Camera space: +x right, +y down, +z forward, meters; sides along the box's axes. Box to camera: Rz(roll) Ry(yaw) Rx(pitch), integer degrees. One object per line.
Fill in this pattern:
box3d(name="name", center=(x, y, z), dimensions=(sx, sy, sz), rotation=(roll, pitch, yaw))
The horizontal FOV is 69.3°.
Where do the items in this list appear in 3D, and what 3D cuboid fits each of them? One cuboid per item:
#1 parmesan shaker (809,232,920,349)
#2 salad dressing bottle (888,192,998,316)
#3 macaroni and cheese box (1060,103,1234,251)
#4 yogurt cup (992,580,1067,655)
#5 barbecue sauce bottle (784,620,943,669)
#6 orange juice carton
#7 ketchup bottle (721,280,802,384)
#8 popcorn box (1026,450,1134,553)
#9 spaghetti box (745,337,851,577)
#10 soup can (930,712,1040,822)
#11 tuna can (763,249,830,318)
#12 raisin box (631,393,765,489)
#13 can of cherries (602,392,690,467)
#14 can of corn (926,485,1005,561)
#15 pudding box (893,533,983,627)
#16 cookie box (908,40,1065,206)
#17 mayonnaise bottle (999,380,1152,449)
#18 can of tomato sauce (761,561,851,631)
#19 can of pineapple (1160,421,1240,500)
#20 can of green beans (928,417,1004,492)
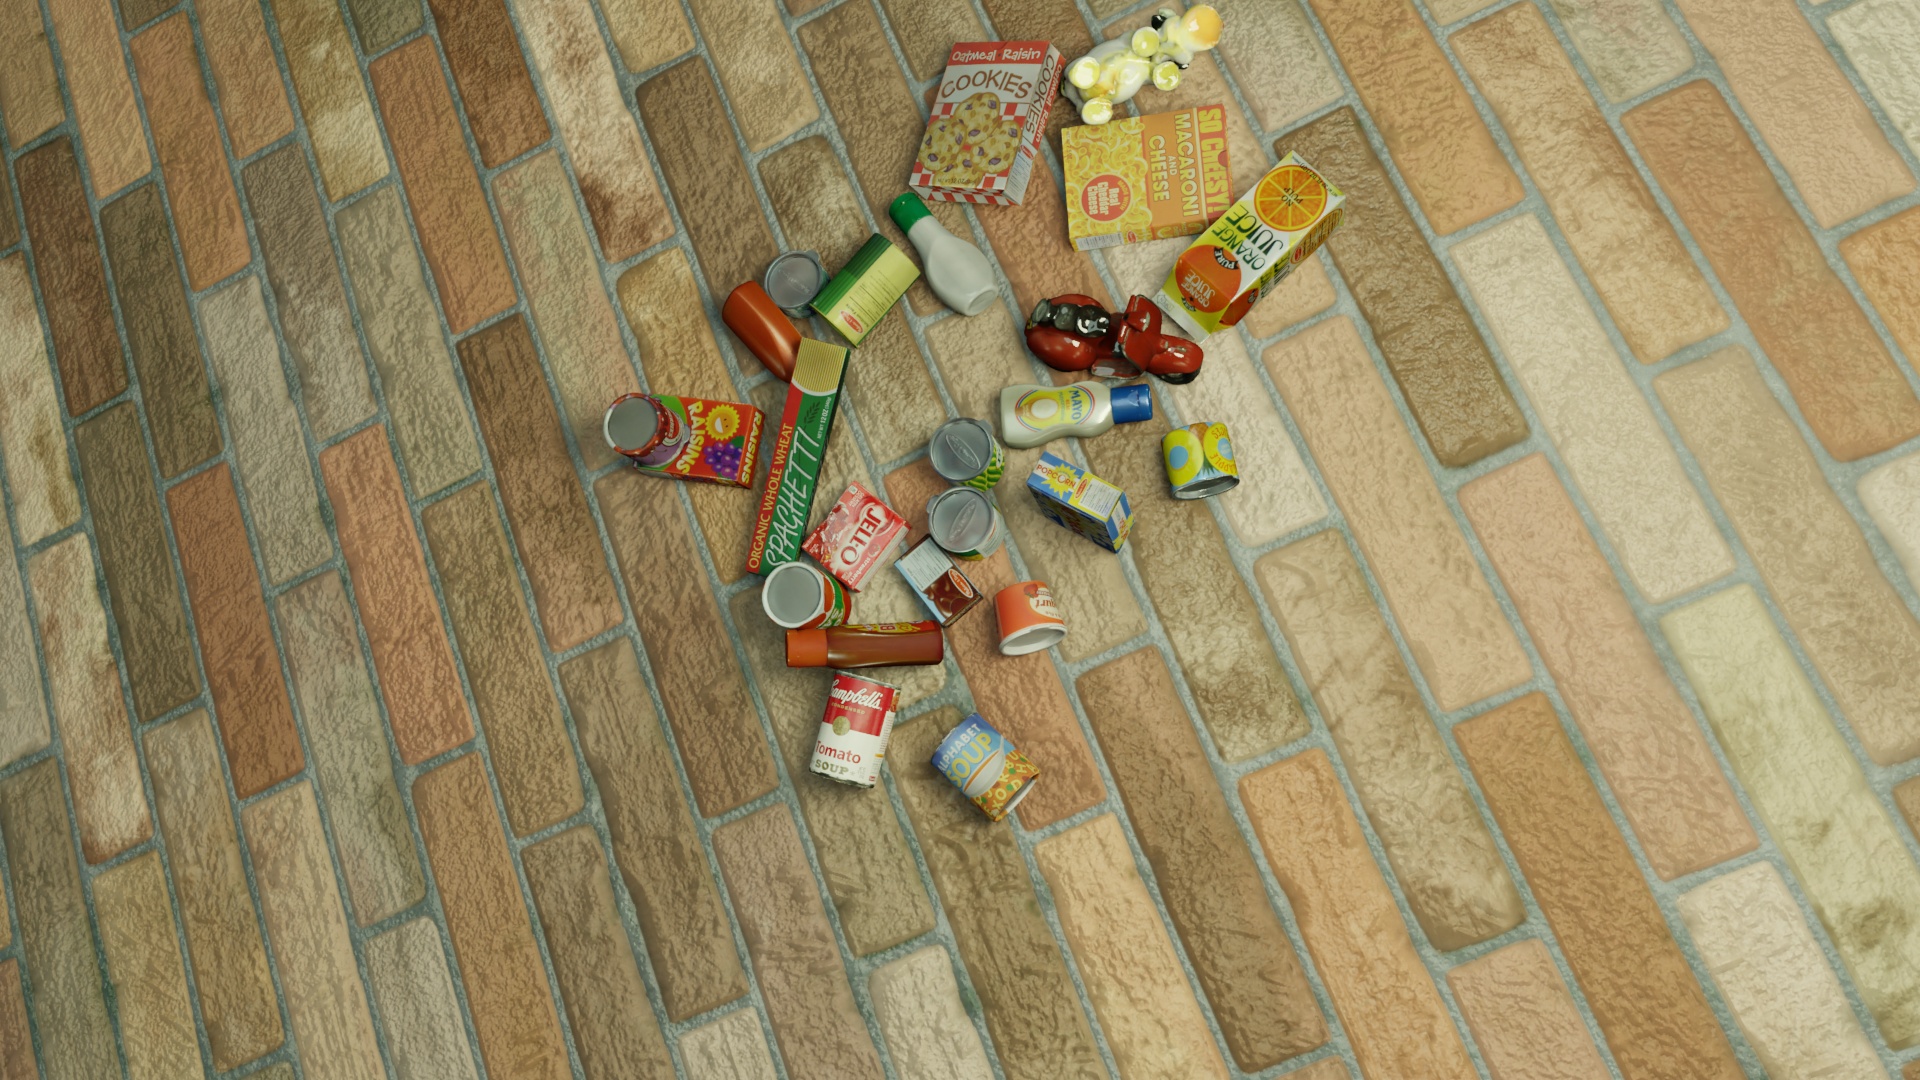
box3d(name="parmesan shaker", center=(-0.097, -0.259, 1.446), dimensions=(0.071, 0.071, 0.103), rotation=(42, 89, 17))
box3d(name="salad dressing bottle", center=(-0.020, -0.300, 1.445), dimensions=(0.064, 0.044, 0.148), rotation=(-34, 71, -10))
box3d(name="macaroni and cheese box", center=(0.191, -0.368, 1.412), dimensions=(0.166, 0.040, 0.124), rotation=(-6, 78, 12))
box3d(name="yogurt cup", center=(0.064, 0.074, 1.337), dimensions=(0.072, 0.072, 0.054), rotation=(-20, 67, 9))
box3d(name="barbecue sauce bottle", center=(-0.094, 0.102, 1.341), dimensions=(0.149, 0.065, 0.043), rotation=(-2, 93, -12))
box3d(name="orange juice carton", center=(0.280, -0.279, 1.355), dimensions=(0.192, 0.073, 0.072), rotation=(-43, 73, 2))
box3d(name="ketchup bottle", center=(-0.188, -0.201, 1.457), dimensions=(0.044, 0.064, 0.149), rotation=(-36, 79, -33))
box3d(name="popcorn box", center=(0.115, -0.035, 1.315), dimensions=(0.085, 0.126, 0.038), rotation=(27, 83, 17))
box3d(name="spaghetti box", center=(-0.166, -0.081, 1.416), dimensions=(0.050, 0.029, 0.249), rotation=(14, 92, 4))
box3d(name="soup can", center=(0.023, 0.214, 1.312), dimensions=(0.084, 0.071, 0.071), rotation=(41, 90, 17))
box3d(name="tuna can", center=(-0.172, -0.275, 1.481), dimensions=(0.071, 0.033, 0.071), rotation=(-3, 78, 13))
box3d(name="raisin box", center=(-0.276, -0.105, 1.467), dimensions=(0.123, 0.040, 0.086), rotation=(7, 79, 16))
box3d(name="can of cherries", center=(-0.323, -0.114, 1.428), dimensions=(0.071, 0.058, 0.071), rotation=(-3, 78, 14))
box3d(name="can of corn", center=(0.005, -0.017, 1.372), dimensions=(0.071, 0.058, 0.071), rotation=(-3, 78, 13))
box3d(name="pudding box", center=(-0.022, 0.040, 1.381), dimensions=(0.049, 0.030, 0.084), rotation=(-41, 73, 1))
box3d(name="cookie box", center=(0.027, -0.437, 1.447), dimensions=(0.123, 0.040, 0.167), rotation=(12, 81, 34))
box3d(name="mayonnaise bottle", center=(0.115, -0.129, 1.379), dimensions=(0.148, 0.041, 0.065), rotation=(-6, 76, 13))
box3d(name="can of tomato sauce", center=(-0.151, 0.062, 1.379), dimensions=(0.071, 0.083, 0.071), rotation=(-3, 78, 13))
box3d(name="can of pineapple", center=(0.230, -0.076, 1.327), dimensions=(0.071, 0.071, 0.058), rotation=(-13, 76, 10))
box3d(name="can of green beans", center=(0.007, -0.084, 1.386), dimensions=(0.071, 0.057, 0.071), rotation=(-3, 78, 13))
